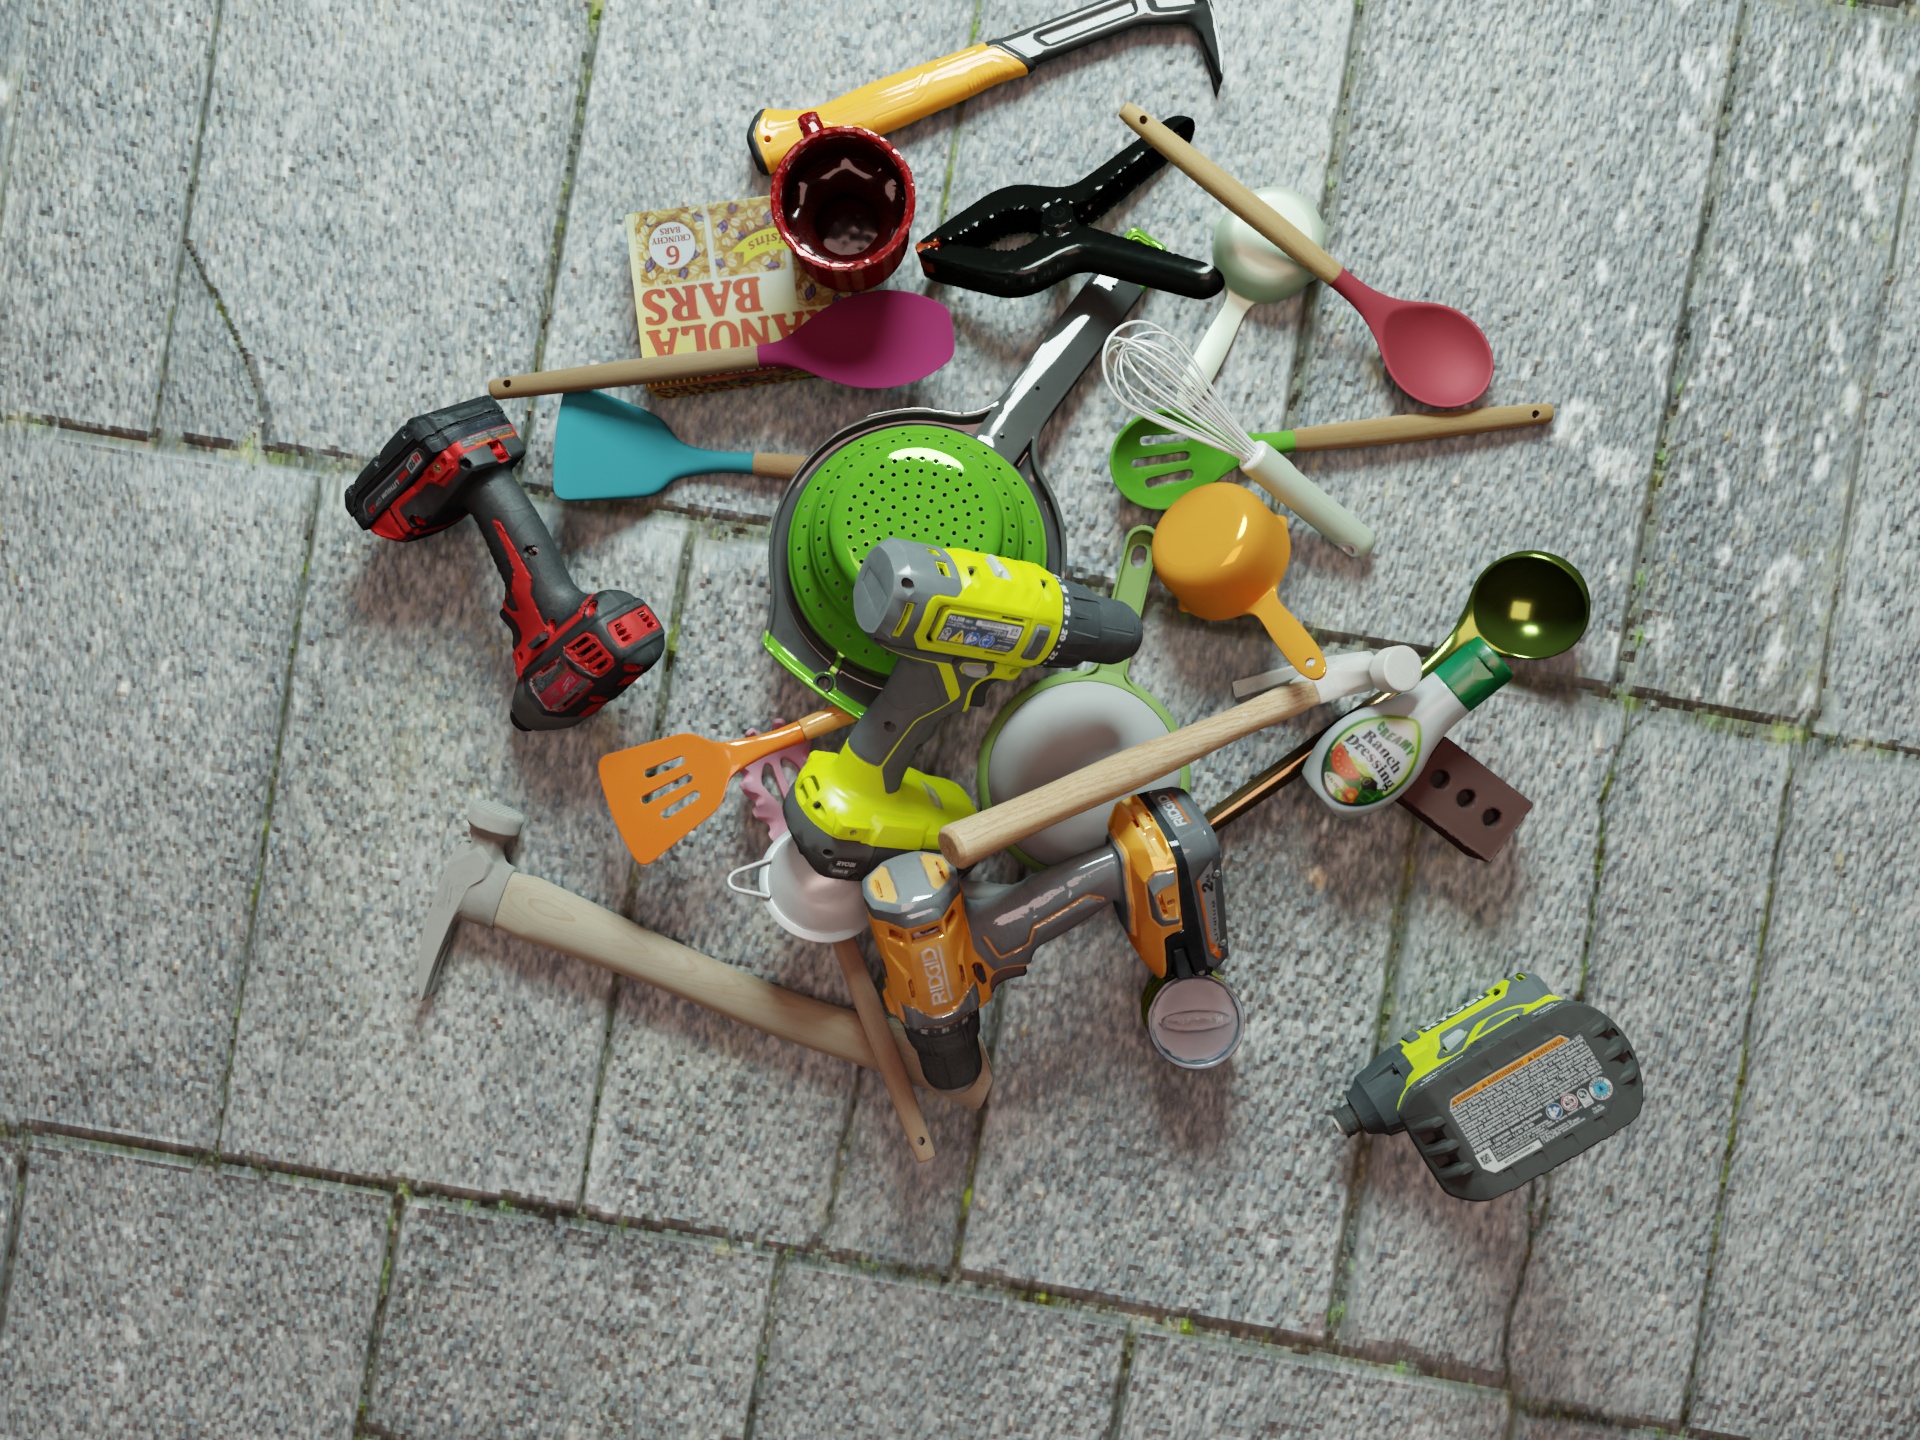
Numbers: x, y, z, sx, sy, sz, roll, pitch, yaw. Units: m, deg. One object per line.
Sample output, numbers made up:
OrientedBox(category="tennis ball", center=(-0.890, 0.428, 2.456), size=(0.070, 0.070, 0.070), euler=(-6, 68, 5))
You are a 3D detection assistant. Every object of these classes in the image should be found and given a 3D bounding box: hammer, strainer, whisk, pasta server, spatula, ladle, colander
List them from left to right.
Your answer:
OrientedBox(category="hammer", center=(-0.176, 0.195, 1.121), size=(0.410, 0.038, 0.146), euler=(21, 93, 1))
OrientedBox(category="spatula", center=(-0.120, -0.178, 1.111), size=(0.317, 0.044, 0.082), euler=(5, 85, 0))
OrientedBox(category="spatula", center=(-0.088, 0.000, 1.095), size=(0.322, 0.041, 0.081), euler=(-23, 80, -13))
OrientedBox(category="pasta server", center=(-0.080, 0.150, 1.093), size=(0.060, 0.040, 0.316), euler=(-20, 79, -10))
OrientedBox(category="strainer", center=(-0.027, 0.113, 1.085), size=(0.258, 0.050, 0.087), euler=(8, 60, -20))
OrientedBox(category="hammer", center=(0.014, -0.446, 1.109), size=(0.337, 0.034, 0.127), euler=(-20, 89, 2))
OrientedBox(category="colander", center=(0.019, -0.184, 1.058), size=(0.204, 0.094, 0.397), euler=(35, 83, 4))
OrientedBox(category="strainer", center=(0.099, -0.011, 1.095), size=(0.151, 0.069, 0.256), euler=(14, 93, 1))
OrientedBox(category="hammer", center=(0.133, 0.021, 1.025), size=(0.331, 0.130, 0.031), euler=(-22, 96, -23))
OrientedBox(category="whisk", center=(0.191, -0.184, 1.072), size=(0.246, 0.058, 0.059), euler=(33, 80, -21))
OrientedBox(category="ladle", center=(0.233, -0.314, 1.071), size=(0.315, 0.031, 0.069), euler=(33, 86, -15))
OrientedBox(category="ladle", center=(0.290, -0.008, 1.099), size=(0.320, 0.062, 0.078), euler=(-35, 93, 4))

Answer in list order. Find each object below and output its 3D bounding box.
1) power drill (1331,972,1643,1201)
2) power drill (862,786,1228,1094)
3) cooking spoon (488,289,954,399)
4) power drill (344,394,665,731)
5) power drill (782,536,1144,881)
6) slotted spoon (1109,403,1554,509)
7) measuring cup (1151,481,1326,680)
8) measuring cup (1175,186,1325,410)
OrientedBox(category="power drill", center=(0.328, 0.231, 1.016), size=(0.171, 0.223, 0.080), euler=(-31, 83, 1))
OrientedBox(category="power drill", center=(0.058, 0.151, 1.050), size=(0.226, 0.084, 0.185), euler=(-16, 123, -8))
OrientedBox(category="cooking spoon", center=(-0.163, -0.245, 1.083), size=(0.319, 0.017, 0.069), euler=(-7, 83, 1))
OrientedBox(category="power drill", center=(-0.310, -0.097, 1.086), size=(0.143, 0.078, 0.219), euler=(-34, 94, 35))
OrientedBox(category="power drill", center=(-0.002, -0.003, 1.015), size=(0.190, 0.080, 0.228), euler=(8, 124, -30))
OrientedBox(category="slotted spoon", center=(0.258, -0.196, 1.111), size=(0.313, 0.031, 0.070), euler=(-7, 99, -1))
OrientedBox(category="measuring cup", center=(0.187, -0.091, 1.048), size=(0.095, 0.174, 0.052), euler=(-41, 133, 13))
OrientedBox(category="measuring cup", center=(0.194, -0.292, 1.104), size=(0.083, 0.038, 0.167), euler=(28, 89, 1))
